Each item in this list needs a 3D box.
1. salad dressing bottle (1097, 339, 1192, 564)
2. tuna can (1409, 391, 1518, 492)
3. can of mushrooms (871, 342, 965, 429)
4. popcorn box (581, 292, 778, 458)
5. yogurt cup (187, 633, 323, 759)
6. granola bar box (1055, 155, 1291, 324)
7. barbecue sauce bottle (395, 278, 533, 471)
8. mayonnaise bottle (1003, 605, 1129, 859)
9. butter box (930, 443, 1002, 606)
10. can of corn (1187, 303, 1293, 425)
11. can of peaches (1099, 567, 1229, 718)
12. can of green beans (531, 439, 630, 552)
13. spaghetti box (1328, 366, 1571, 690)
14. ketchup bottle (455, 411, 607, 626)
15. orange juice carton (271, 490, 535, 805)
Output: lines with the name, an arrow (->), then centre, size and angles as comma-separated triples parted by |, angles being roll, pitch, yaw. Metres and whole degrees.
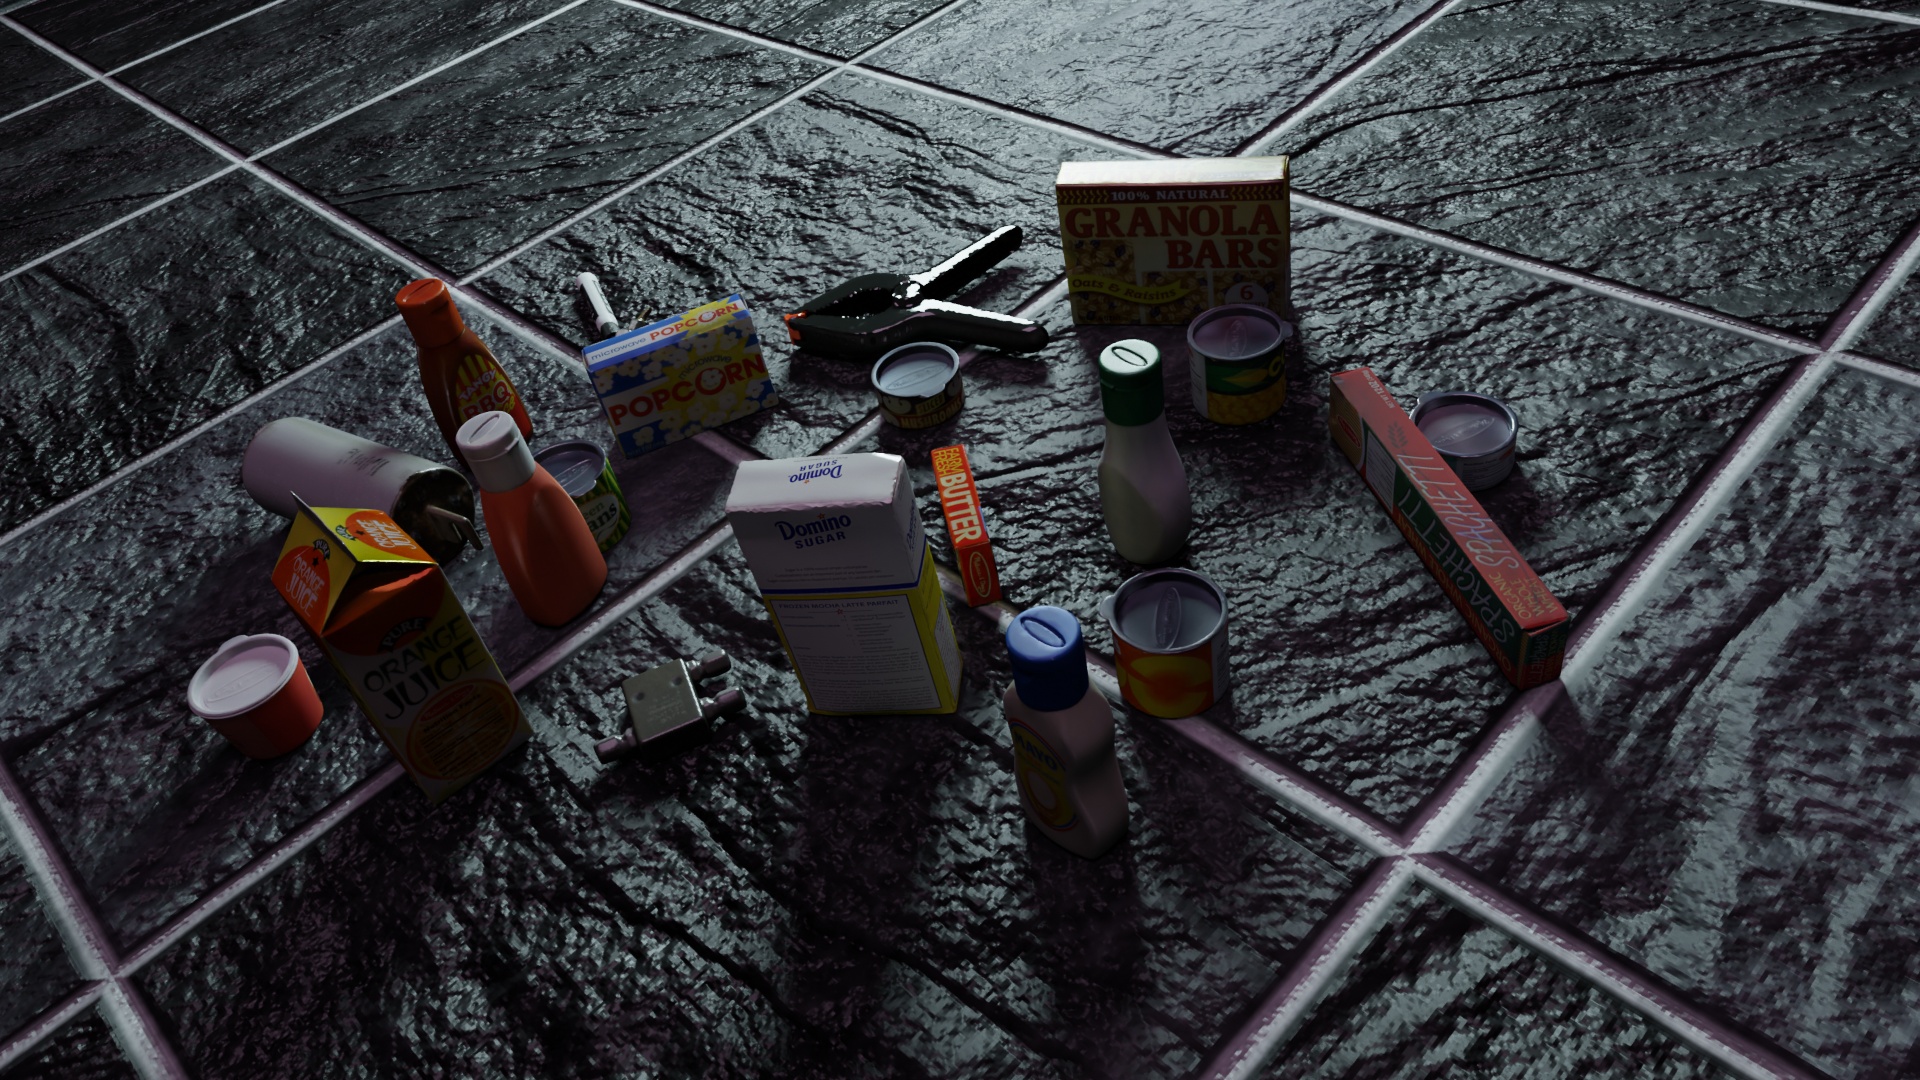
salad dressing bottle -> 0.109, -0.052, 0.845 | 0.044, 0.147, 0.064 | -33, 46, -21
tuna can -> 0.320, -0.065, 0.893 | 0.071, 0.032, 0.071 | -7, 42, 6
can of mushrooms -> -0.030, -0.114, 1.031 | 0.071, 0.033, 0.071 | -7, 42, 6
popcorn box -> -0.209, -0.123, 1.046 | 0.127, 0.084, 0.038 | -22, 43, -10
yogurt cup -> -0.443, 0.101, 0.881 | 0.072, 0.053, 0.073 | -7, 42, 6
granola bar box -> 0.160, -0.221, 1.034 | 0.165, 0.123, 0.039 | 3, 44, 16
barbecue sauce bottle -> -0.374, -0.125, 1.040 | 0.044, 0.147, 0.065 | 18, 50, 30
mayonnaise bottle -> 0.050, 0.096, 0.698 | 0.041, 0.147, 0.065 | -37, 47, -24
butter box -> 0.003, -0.011, 0.896 | 0.024, 0.052, 0.104 | -13, 42, -1
can of corn -> 0.195, -0.122, 0.967 | 0.071, 0.058, 0.071 | -7, 42, 6
can of peaches -> 0.117, 0.058, 0.789 | 0.071, 0.057, 0.071 | -7, 42, 6
can of green beans -> -0.272, -0.028, 0.978 | 0.071, 0.057, 0.071 | -7, 42, 6
spaghetti box -> 0.286, -0.016, 0.835 | 0.029, 0.050, 0.251 | -16, 42, -3
ketchup bottle -> -0.278, -0.015, 0.897 | 0.043, 0.148, 0.065 | 11, 47, 25
orange juice carton -> -0.325, 0.056, 0.798 | 0.073, 0.191, 0.072 | -37, 47, -25
